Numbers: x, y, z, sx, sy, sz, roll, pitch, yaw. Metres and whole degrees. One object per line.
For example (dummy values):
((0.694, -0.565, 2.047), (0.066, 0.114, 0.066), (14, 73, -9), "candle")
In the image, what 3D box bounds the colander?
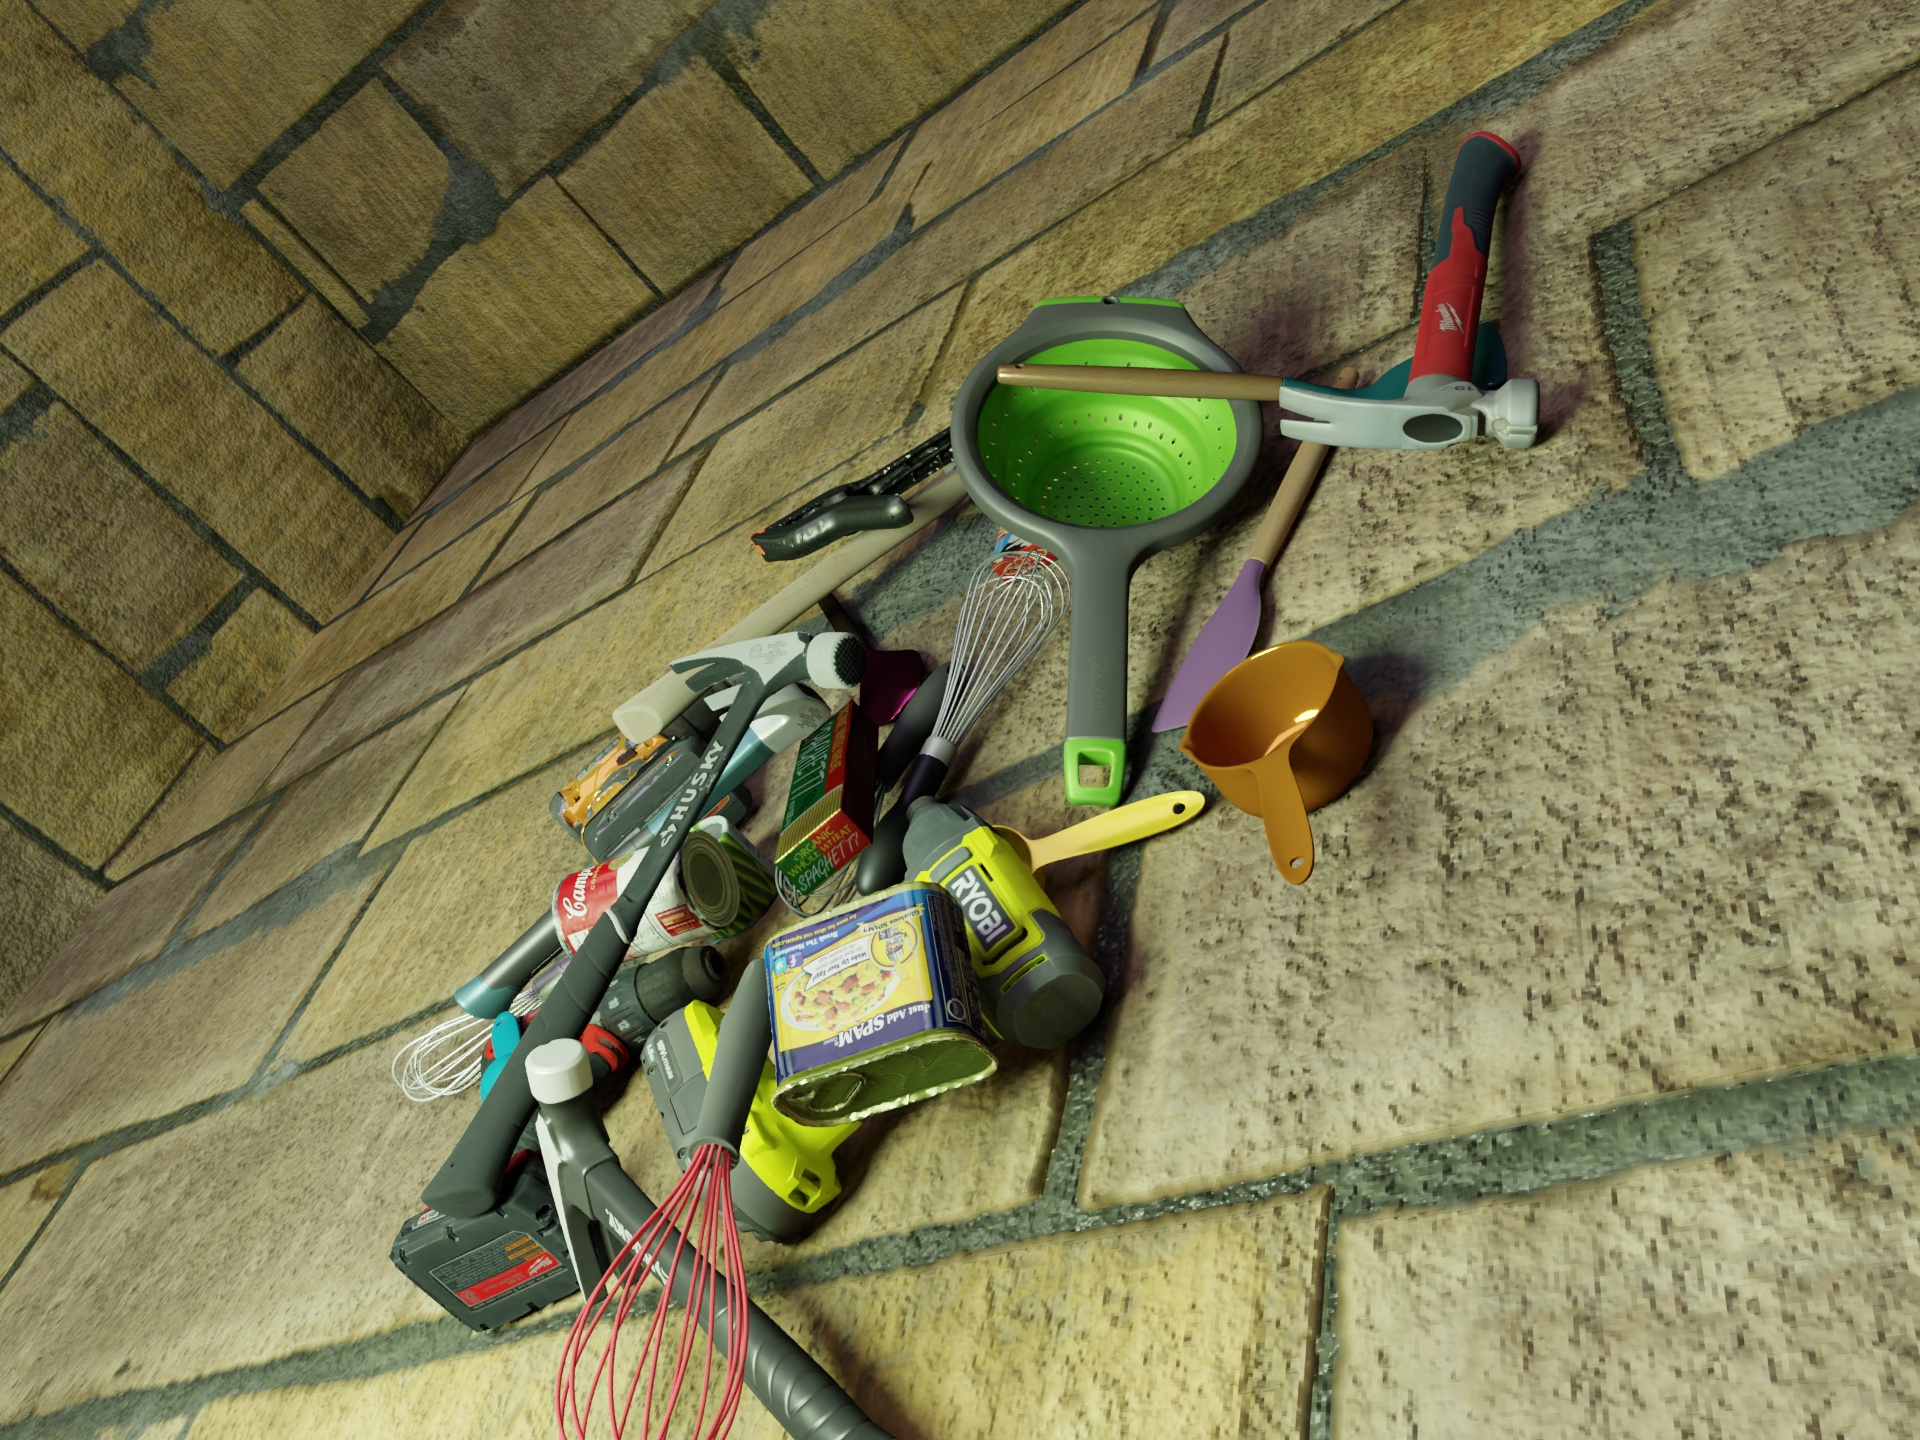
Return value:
((0.091, -0.103, 1.032), (0.204, 0.094, 0.397), (2, 58, 5), "colander")

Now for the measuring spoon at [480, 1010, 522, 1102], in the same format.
((-0.291, 0.206, 1.005), (0.042, 0.021, 0.129), (-39, 23, -8), "measuring spoon")

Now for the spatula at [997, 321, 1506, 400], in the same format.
((0.181, -0.225, 1.022), (0.317, 0.044, 0.082), (4, 41, 8), "spatula")

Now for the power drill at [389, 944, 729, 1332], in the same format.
((-0.237, 0.241, 0.983), (0.188, 0.080, 0.227), (-29, 25, 19), "power drill")

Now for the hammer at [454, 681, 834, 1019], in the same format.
((-0.224, 0.092, 1.133), (0.331, 0.128, 0.033), (-43, 60, -2), "hammer")

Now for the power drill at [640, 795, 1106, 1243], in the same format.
((-0.051, 0.148, 0.834), (0.223, 0.080, 0.171), (-40, 42, 2), "power drill")

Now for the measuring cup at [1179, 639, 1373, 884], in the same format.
((0.163, 0.033, 0.771), (0.095, 0.052, 0.174), (-31, 30, 22), "measuring cup")

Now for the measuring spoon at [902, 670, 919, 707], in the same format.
((-0.034, -0.024, 1.179), (0.021, 0.011, 0.117), (-45, 21, 16), "measuring spoon")

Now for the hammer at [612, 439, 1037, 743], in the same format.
((-0.117, -0.115, 1.309), (0.410, 0.038, 0.146), (-39, 22, -22), "hammer")

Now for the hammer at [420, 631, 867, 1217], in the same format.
((-0.201, 0.106, 0.960), (0.149, 0.036, 0.409), (2, 52, 38), "hammer")

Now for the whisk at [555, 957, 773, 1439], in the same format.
((-0.112, 0.205, 0.693), (0.073, 0.073, 0.296), (-31, 25, 22), "whisk")

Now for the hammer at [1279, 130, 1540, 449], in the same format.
((0.306, -0.289, 1.029), (0.143, 0.038, 0.387), (5, 42, 19), "hammer")

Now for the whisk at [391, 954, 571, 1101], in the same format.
((-0.316, 0.205, 1.177), (0.246, 0.059, 0.058), (-35, 37, 4), "whisk")

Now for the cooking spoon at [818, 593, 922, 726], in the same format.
((-0.085, -0.063, 1.293), (0.069, 0.017, 0.319), (-49, 24, 5), "cooking spoon")

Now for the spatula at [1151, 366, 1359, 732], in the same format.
((0.194, -0.114, 0.987), (0.060, 0.018, 0.316), (-18, 35, 52), "spatula")

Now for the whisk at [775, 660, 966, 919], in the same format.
((-0.052, 0.041, 1.067), (0.055, 0.055, 0.239), (-13, 33, 45), "whisk")

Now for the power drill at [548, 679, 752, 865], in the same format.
((-0.237, 0.043, 1.283), (0.185, 0.084, 0.226), (-45, 22, -9), "power drill")

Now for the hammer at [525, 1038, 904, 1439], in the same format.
((-0.113, 0.276, 0.738), (0.035, 0.146, 0.335), (-20, 25, -33), "hammer")

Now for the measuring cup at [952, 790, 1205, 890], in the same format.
((0.065, 0.073, 0.875), (0.156, 0.029, 0.062), (-20, 53, 17), "measuring cup")

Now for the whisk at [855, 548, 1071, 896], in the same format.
((-0.001, -0.003, 1.053), (0.070, 0.070, 0.285), (-9, 47, 49), "whisk")
